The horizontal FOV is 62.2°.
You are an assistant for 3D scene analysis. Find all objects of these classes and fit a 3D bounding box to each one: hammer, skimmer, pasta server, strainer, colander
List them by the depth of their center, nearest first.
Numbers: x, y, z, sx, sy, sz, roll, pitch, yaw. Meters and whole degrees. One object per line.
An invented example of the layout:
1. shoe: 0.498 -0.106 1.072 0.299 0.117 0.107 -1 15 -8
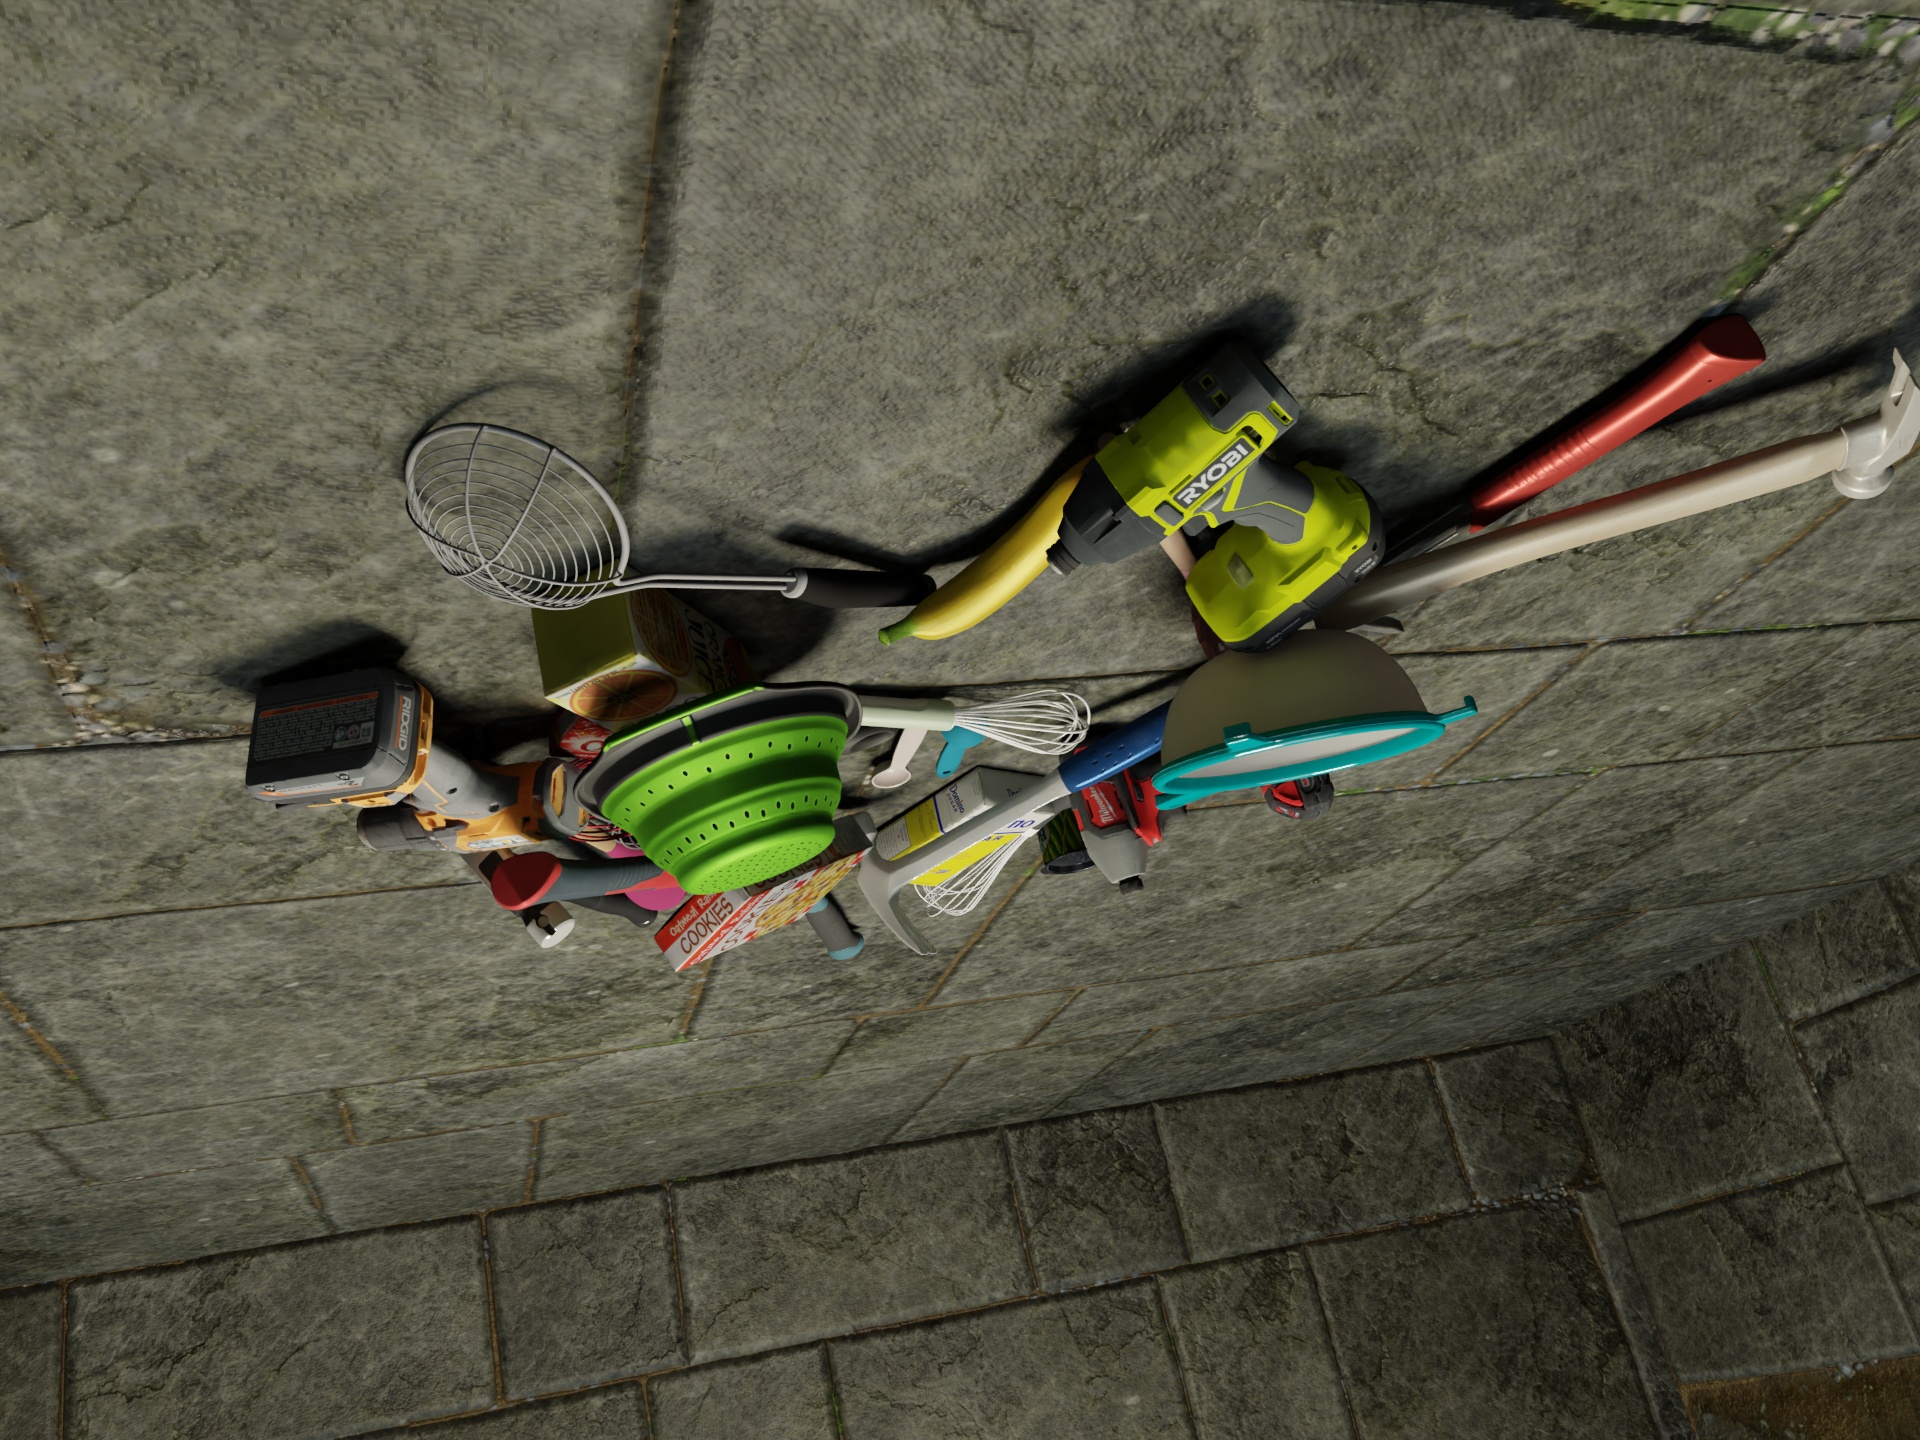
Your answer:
1. skimmer: -0.155 -0.113 0.970 0.363 0.090 0.127 -2 161 -47
2. hammer: 0.443 -0.144 1.106 0.410 0.038 0.146 -17 155 12
3. pasta server: 0.156 -0.116 1.110 0.060 0.040 0.316 -39 150 7
4. hammer: 0.399 -0.163 1.130 0.149 0.037 0.359 8 149 -39
5. colander: -0.144 0.075 1.159 0.204 0.094 0.397 -22 166 -1
6. strainer: 0.218 0.000 1.214 0.211 0.095 0.340 -7 170 -18
7. hammer: -0.257 0.131 1.280 0.143 0.038 0.386 -41 165 14
8. hammer: -0.334 0.142 1.371 0.035 0.146 0.334 -45 167 -2
9. hammer: 0.084 0.062 1.374 0.405 0.144 0.035 -30 165 17
10. hammer: -0.147 0.194 1.653 0.128 0.033 0.330 -14 156 1

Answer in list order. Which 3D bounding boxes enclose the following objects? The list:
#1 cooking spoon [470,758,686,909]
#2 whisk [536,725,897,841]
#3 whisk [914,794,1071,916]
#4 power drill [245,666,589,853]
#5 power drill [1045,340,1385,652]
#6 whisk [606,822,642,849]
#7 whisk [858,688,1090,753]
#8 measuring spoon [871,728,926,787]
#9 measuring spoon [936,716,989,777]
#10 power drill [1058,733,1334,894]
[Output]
1. cooking spoon: -0.310 0.096 1.341 0.017 0.069 0.318 24 169 31
2. whisk: -0.191 0.038 1.260 0.296 0.073 0.073 -14 157 -13
3. whisk: 0.048 0.117 1.557 0.070 0.070 0.284 7 145 -38
4. power drill: -0.396 0.043 1.117 0.185 0.084 0.226 -8 159 19
5. power drill: 0.164 -0.127 1.009 0.171 0.080 0.223 -41 146 18
6. whisk: -0.249 0.103 1.386 0.055 0.055 0.238 -17 161 9
7. whisk: -0.002 -0.004 1.280 0.246 0.058 0.059 4 117 -27
8. measuring spoon: -0.048 0.019 1.344 0.034 0.018 0.124 -1 147 -22
9. measuring spoon: -0.002 0.030 1.374 0.042 0.021 0.128 -7 156 -14
10. power drill: 0.208 0.062 1.402 0.219 0.143 0.078 -17 167 4
